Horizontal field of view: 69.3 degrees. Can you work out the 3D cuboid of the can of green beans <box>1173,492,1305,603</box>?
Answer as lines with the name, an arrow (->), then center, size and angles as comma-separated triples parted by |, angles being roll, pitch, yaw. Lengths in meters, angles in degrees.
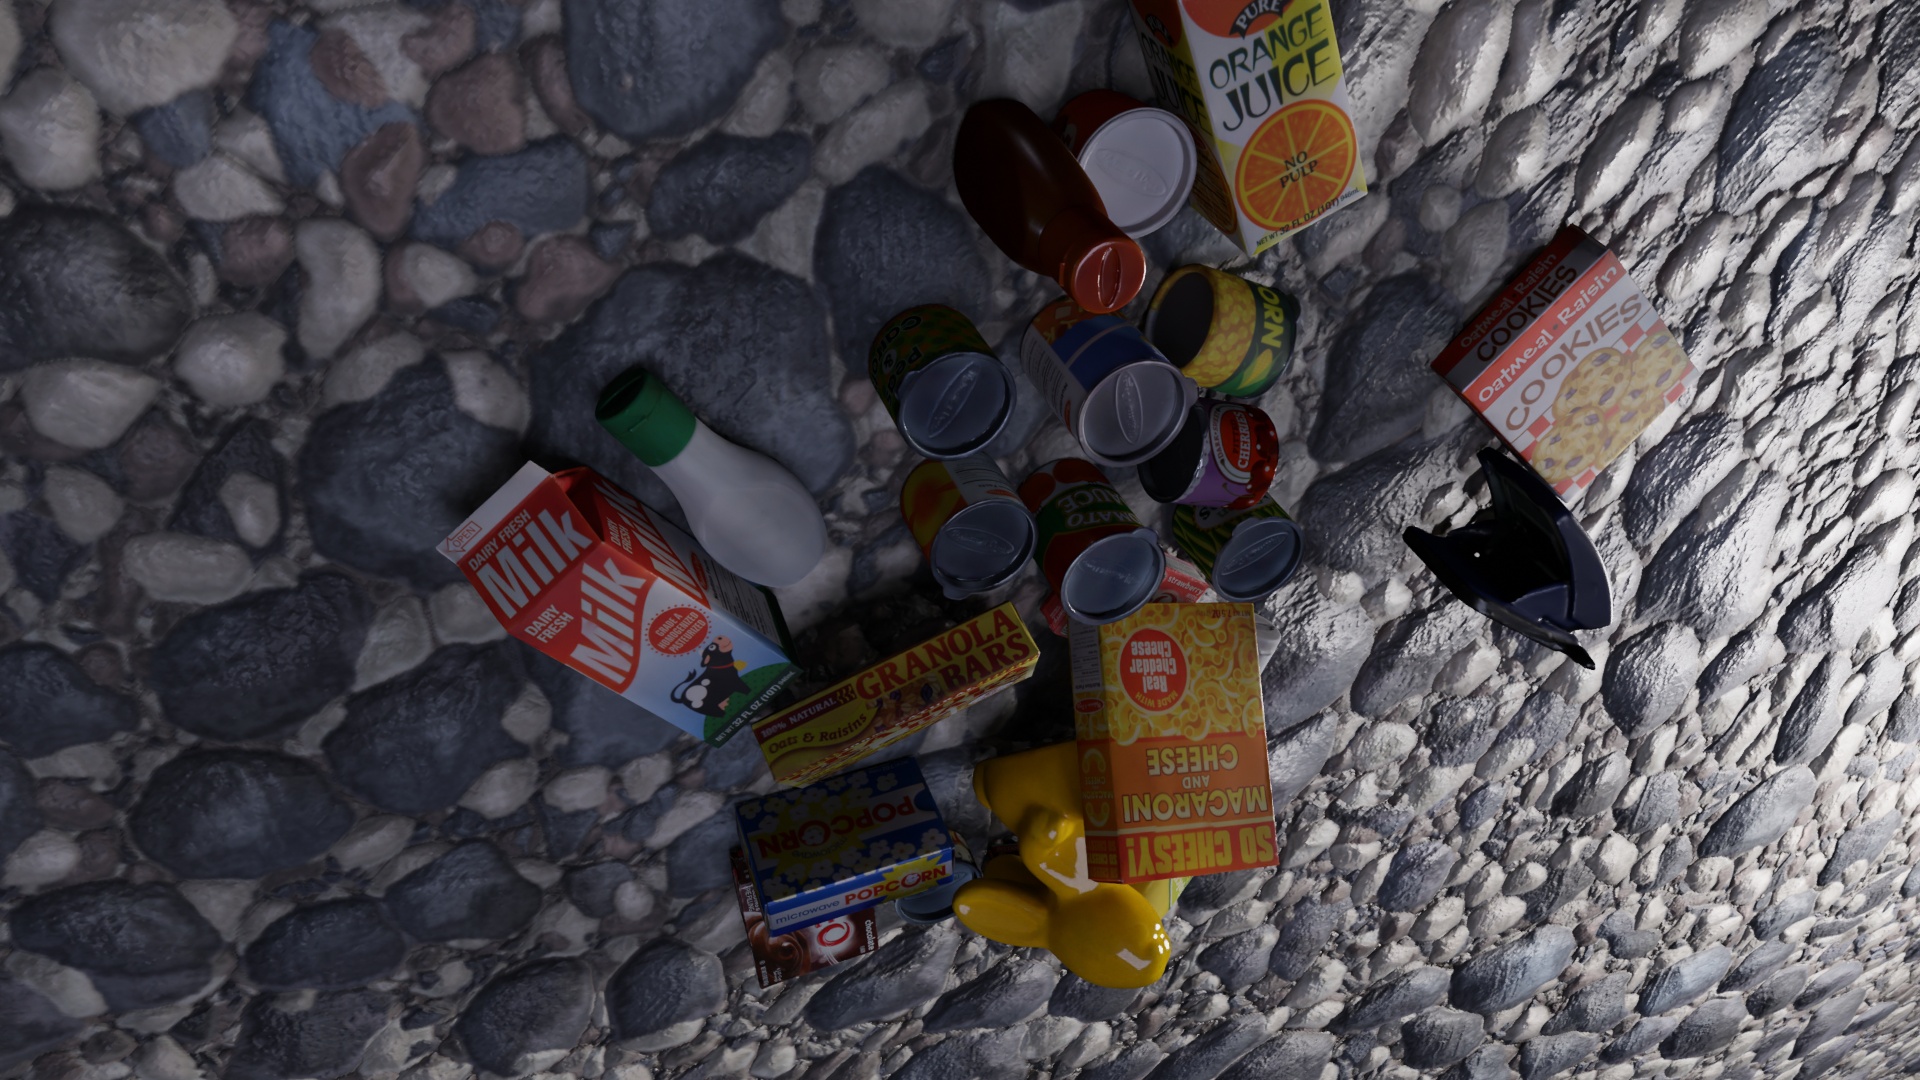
can of green beans -> 0.178, -0.003, 0.891 | 0.071, 0.058, 0.071 | -12, 128, -15

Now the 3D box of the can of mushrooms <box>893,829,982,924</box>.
can of mushrooms -> -0.020, 0.241, 1.001 | 0.071, 0.033, 0.070 | -12, 129, -15

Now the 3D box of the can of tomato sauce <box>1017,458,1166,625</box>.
can of tomato sauce -> 0.075, -0.002, 0.830 | 0.071, 0.083, 0.070 | -12, 128, -16

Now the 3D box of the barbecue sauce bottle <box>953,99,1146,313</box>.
barbecue sauce bottle -> 0.040, -0.156, 0.657 | 0.044, 0.149, 0.064 | -11, 128, -16

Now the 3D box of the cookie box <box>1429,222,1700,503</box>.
cookie box -> 0.403, -0.113, 0.922 | 0.167, 0.040, 0.122 | 31, 108, -38

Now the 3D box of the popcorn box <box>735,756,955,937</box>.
popcorn box -> -0.076, 0.199, 0.911 | 0.127, 0.085, 0.038 | -14, 130, -15

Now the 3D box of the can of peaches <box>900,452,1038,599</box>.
can of peaches -> 0.003, -0.010, 0.809 | 0.071, 0.058, 0.070 | -12, 129, -16

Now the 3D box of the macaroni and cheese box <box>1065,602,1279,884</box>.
macaroni and cheese box -> 0.133, 0.123, 0.869 | 0.124, 0.040, 0.166 | 2, 79, -29

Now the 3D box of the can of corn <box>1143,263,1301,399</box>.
can of corn -> 0.147, -0.119, 0.785 | 0.058, 0.071, 0.071 | 11, 119, -29

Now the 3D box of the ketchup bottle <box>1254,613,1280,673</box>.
ketchup bottle -> 0.179, 0.120, 0.993 | 0.065, 0.044, 0.148 | 9, 120, -30

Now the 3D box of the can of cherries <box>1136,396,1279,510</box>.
can of cherries -> 0.150, -0.053, 0.834 | 0.058, 0.072, 0.071 | 6, 122, -27

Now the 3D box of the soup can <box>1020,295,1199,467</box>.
soup can -> 0.081, -0.091, 0.766 | 0.071, 0.084, 0.071 | -12, 129, -15

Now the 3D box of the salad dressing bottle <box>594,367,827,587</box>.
salad dressing bottle -> -0.131, -0.032, 0.743 | 0.064, 0.044, 0.147 | -37, 130, 8

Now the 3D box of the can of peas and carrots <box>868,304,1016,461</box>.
can of peas and carrots -> -0.013, -0.086, 0.745 | 0.071, 0.059, 0.070 | -12, 128, -15

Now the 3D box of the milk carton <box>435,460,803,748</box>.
milk carton -> -0.180, 0.029, 0.746 | 0.072, 0.074, 0.190 | -41, 130, 10

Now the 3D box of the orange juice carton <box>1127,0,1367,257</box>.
orange juice carton -> 0.135, -0.244, 0.683 | 0.072, 0.073, 0.192 | -29, 130, -1

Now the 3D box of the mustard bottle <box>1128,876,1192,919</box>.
mustard bottle -> 0.134, 0.249, 1.013 | 0.161, 0.049, 0.065 | -44, 140, -41

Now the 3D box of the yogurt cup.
yogurt cup -> 0.079, -0.195, 0.707 | 0.072, 0.054, 0.072 | -12, 128, -16

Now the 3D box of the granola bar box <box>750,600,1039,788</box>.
granola bar box -> -0.036, 0.095, 0.840 | 0.166, 0.039, 0.124 | -26, 169, -5

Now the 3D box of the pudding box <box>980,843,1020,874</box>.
pudding box -> 0.063, 0.251, 1.035 | 0.084, 0.050, 0.030 | 2, 125, -25
